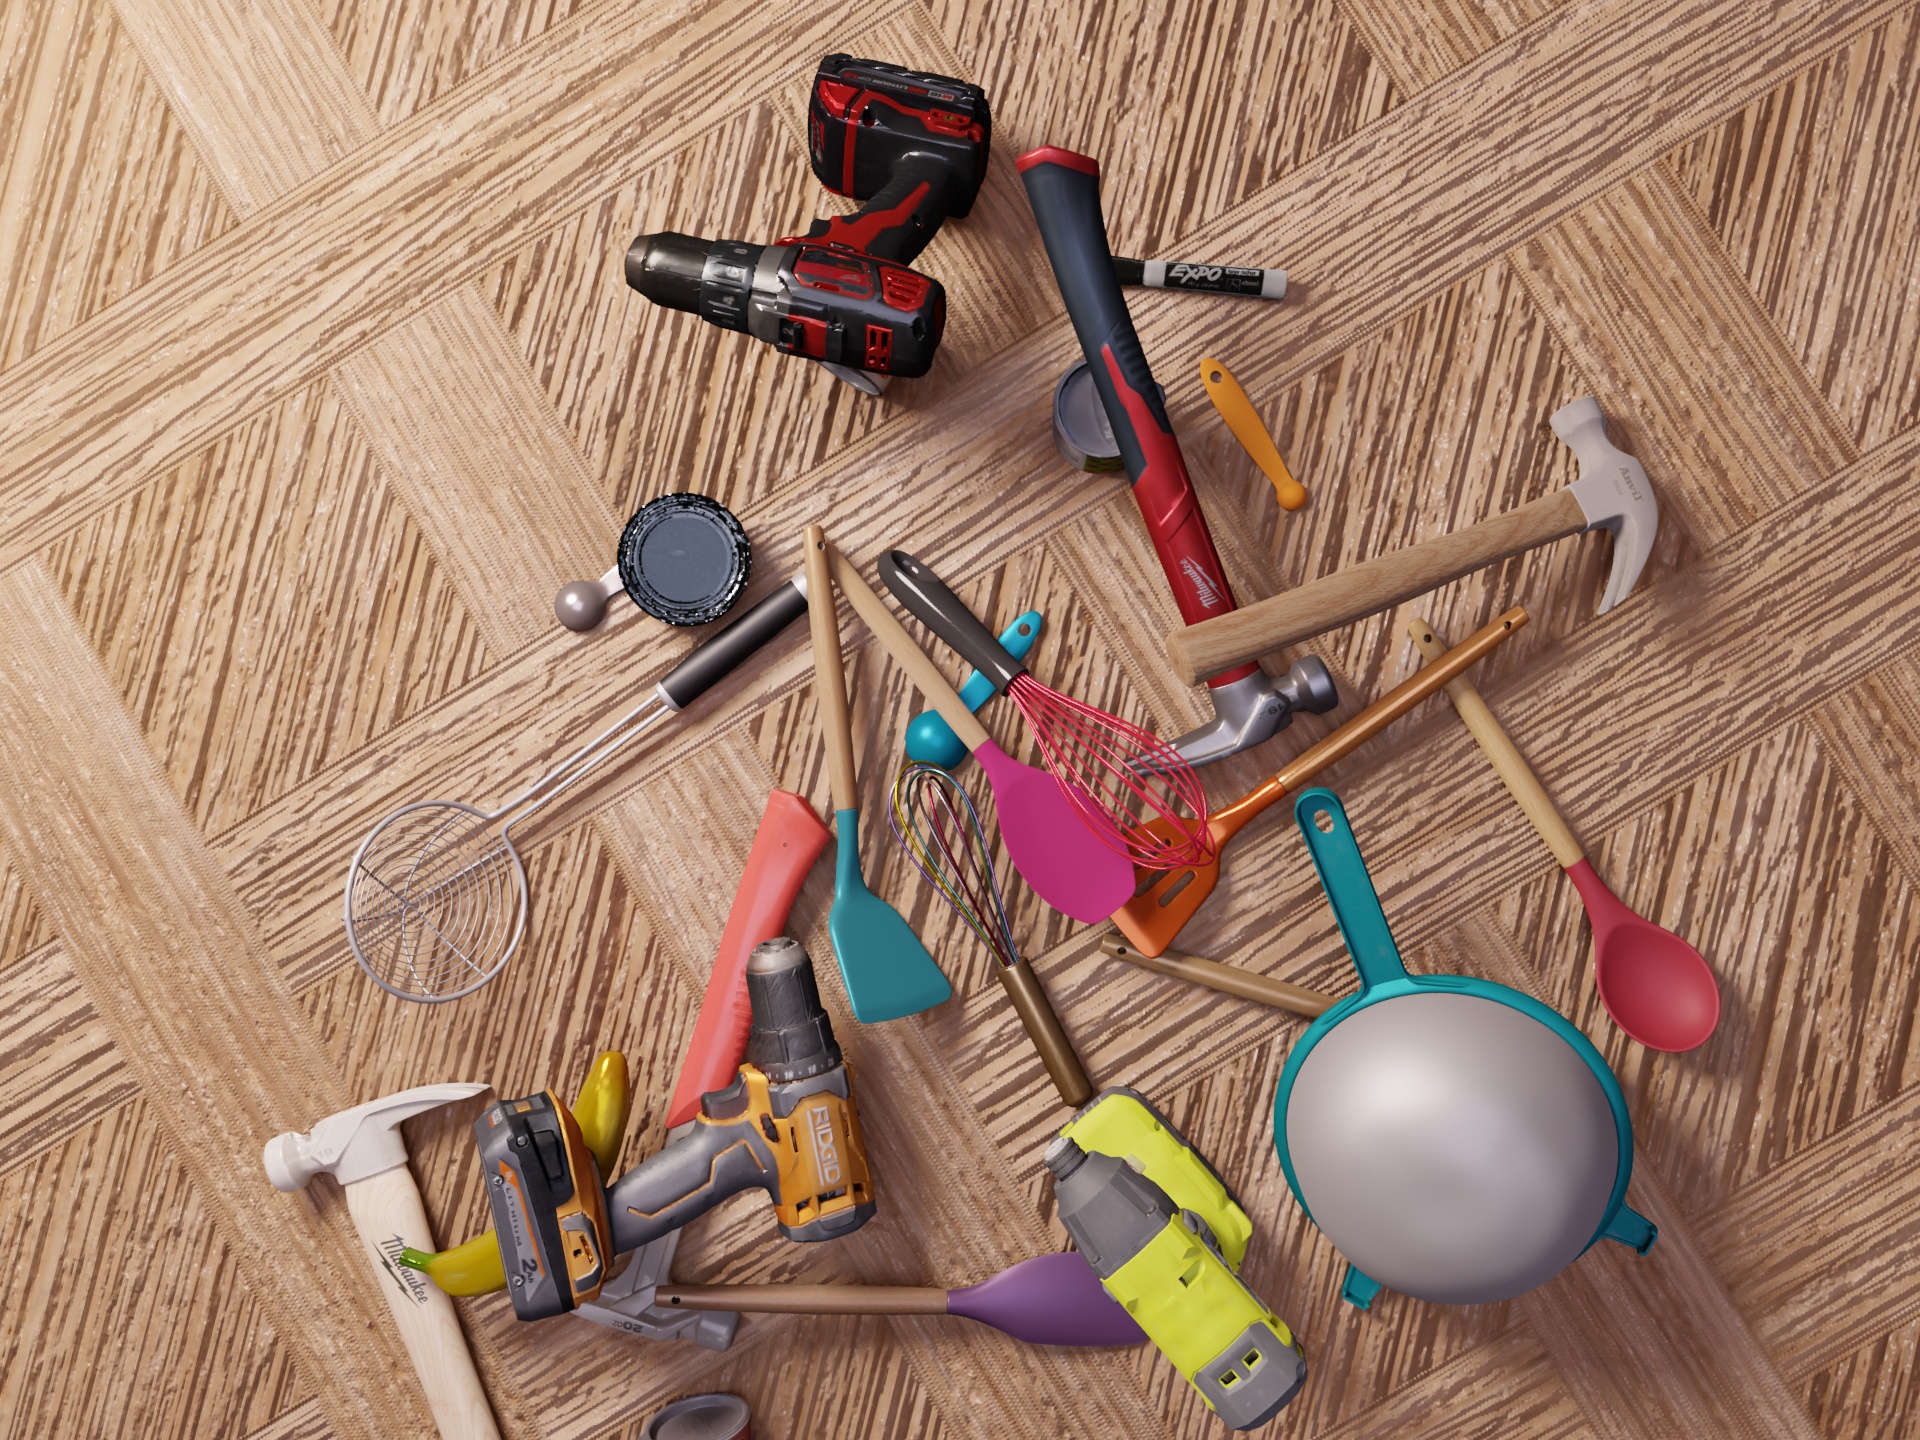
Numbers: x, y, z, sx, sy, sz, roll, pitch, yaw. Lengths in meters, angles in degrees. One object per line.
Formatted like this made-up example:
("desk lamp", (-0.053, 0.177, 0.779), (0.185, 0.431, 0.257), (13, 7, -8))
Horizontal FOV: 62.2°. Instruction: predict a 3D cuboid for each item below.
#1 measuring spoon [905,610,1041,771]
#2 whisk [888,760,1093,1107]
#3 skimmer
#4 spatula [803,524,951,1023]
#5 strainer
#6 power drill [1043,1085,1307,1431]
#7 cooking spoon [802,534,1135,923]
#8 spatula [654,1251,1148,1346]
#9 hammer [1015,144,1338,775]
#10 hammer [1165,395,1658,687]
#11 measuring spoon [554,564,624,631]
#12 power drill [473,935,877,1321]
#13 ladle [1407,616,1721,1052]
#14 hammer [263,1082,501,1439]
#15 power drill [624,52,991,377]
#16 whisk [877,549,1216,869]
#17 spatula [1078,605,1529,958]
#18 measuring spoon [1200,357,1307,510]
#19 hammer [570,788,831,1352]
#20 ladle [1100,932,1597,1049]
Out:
("measuring spoon", (0.011, -0.021, 1.036), (0.042, 0.021, 0.128), (38, 92, 4))
("whisk", (0.026, 0.135, 1.021), (0.051, 0.047, 0.245), (-26, 92, 25))
("skimmer", (-0.230, 0.034, 1.015), (0.363, 0.090, 0.127), (-38, 119, -1))
("spatula", (-0.068, 0.030, 1.018), (0.044, 0.082, 0.317), (-8, 89, 46))
("strainer", (0.263, 0.206, 0.931), (0.211, 0.095, 0.340), (-20, 98, 21))
("power drill", (0.111, 0.291, 0.918), (0.080, 0.223, 0.171), (-42, 86, 1))
("cooking spoon", (-0.002, -0.003, 1.018), (0.069, 0.017, 0.319), (-36, 79, -15))
("spatula", (-0.034, 0.366, 1.010), (0.316, 0.018, 0.060), (2, 87, -5))
("hammer", (0.103, -0.154, 0.973), (0.143, 0.038, 0.386), (-23, 105, 2))
("hammer", (0.280, -0.090, 0.974), (0.331, 0.031, 0.130), (-21, 77, -11))
("measuring spoon", (-0.218, -0.103, 1.054), (0.124, 0.018, 0.034), (-36, 86, 0))
("power drill", (-0.171, 0.242, 0.957), (0.226, 0.084, 0.185), (-12, 95, -21))
("ladle", (0.375, 0.069, 1.011), (0.069, 0.031, 0.315), (-32, 85, -1))
("hammer", (-0.316, 0.442, 1.031), (0.146, 0.038, 0.411), (-20, 87, 1))
("power drill", (-0.084, -0.308, 0.969), (0.188, 0.080, 0.227), (14, 54, 4))
("whisk", (0.048, -0.011, 0.993), (0.073, 0.073, 0.296), (-46, 69, 1))
("spatula", (0.224, 0.028, 1.007), (0.322, 0.041, 0.081), (-36, 86, 6))
("measuring spoon", (0.191, -0.188, 1.038), (0.021, 0.011, 0.117), (-32, 86, 1))
("hammer", (-0.169, 0.217, 1.031), (0.149, 0.036, 0.359), (17, 89, 4))
("ladle", (0.243, 0.188, 1.000), (0.320, 0.062, 0.078), (16, 99, 6))
